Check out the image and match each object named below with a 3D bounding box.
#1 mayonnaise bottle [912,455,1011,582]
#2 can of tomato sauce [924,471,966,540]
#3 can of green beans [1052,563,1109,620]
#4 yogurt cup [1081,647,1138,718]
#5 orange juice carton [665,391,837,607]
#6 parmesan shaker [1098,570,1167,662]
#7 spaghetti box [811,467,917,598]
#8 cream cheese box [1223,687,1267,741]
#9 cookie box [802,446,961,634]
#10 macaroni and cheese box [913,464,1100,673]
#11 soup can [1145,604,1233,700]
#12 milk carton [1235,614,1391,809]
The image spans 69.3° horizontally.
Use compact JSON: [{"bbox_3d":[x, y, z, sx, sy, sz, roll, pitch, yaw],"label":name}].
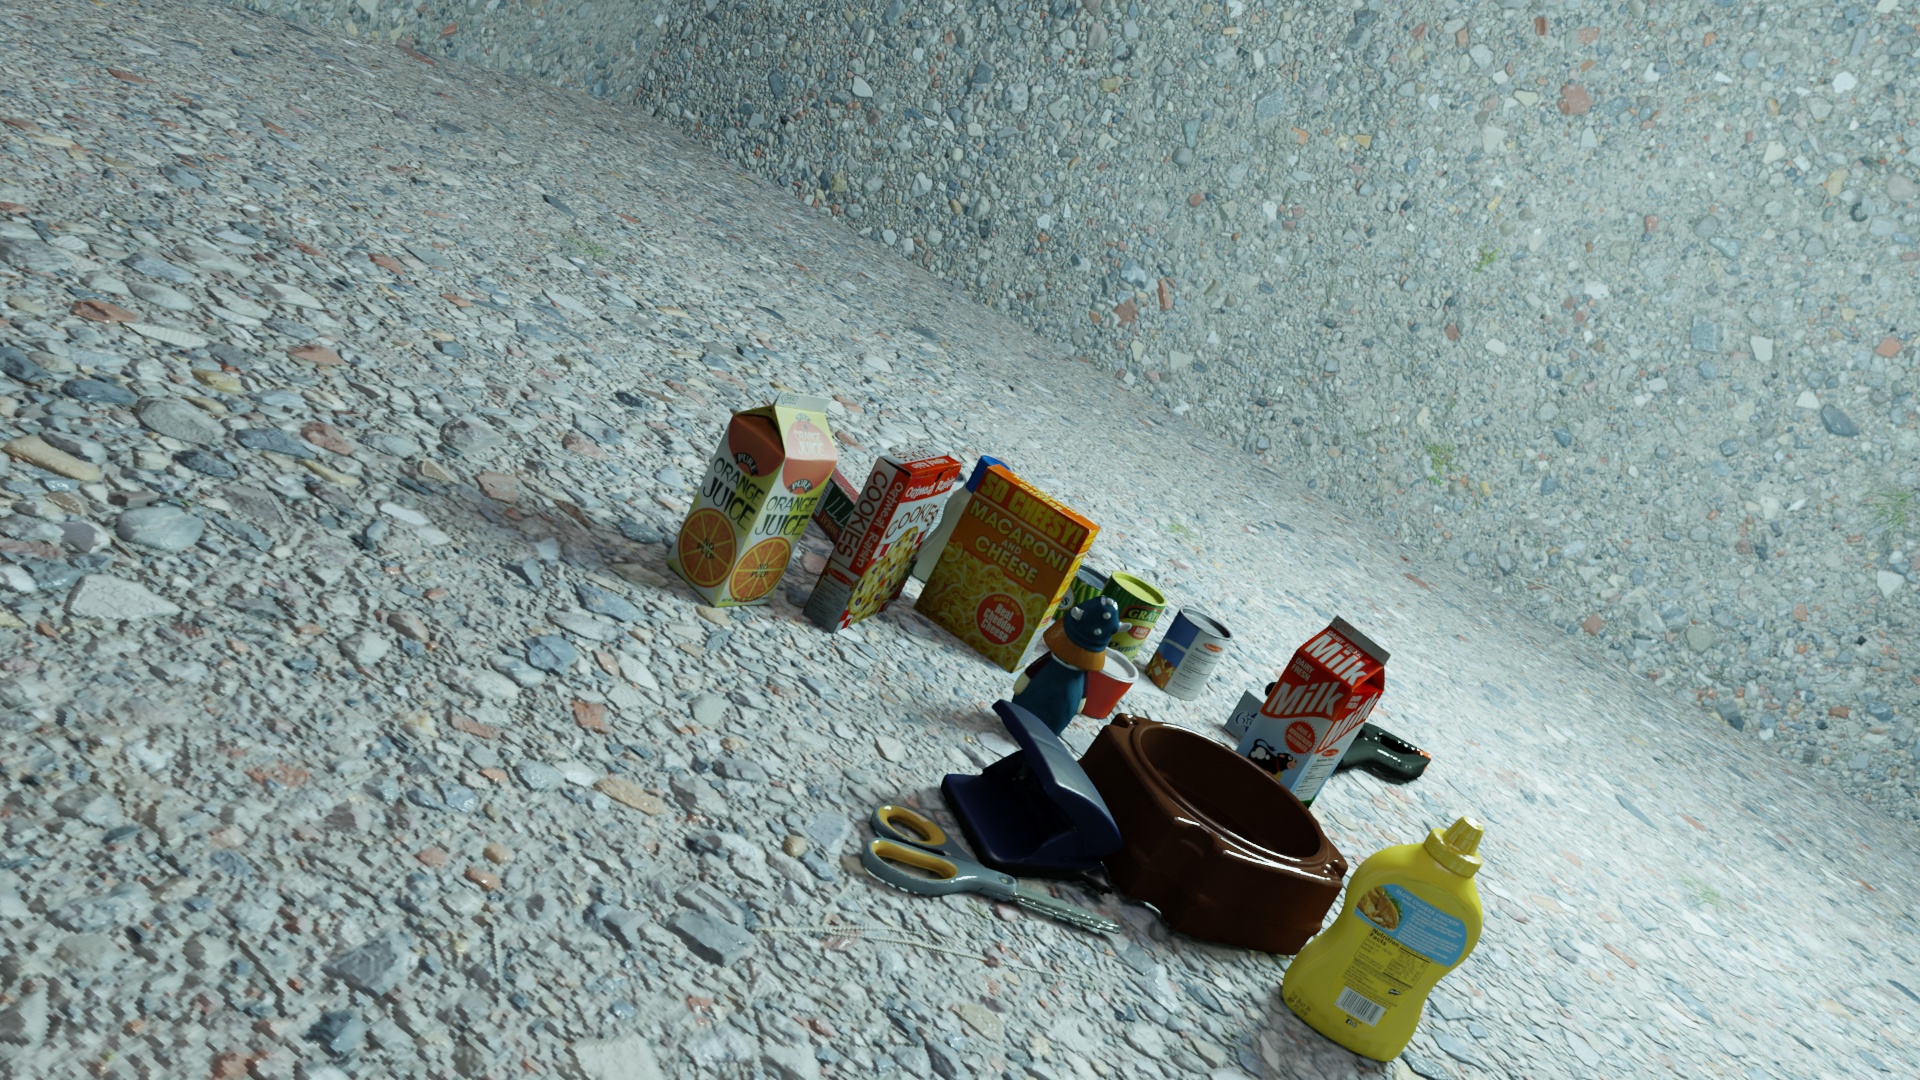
[{"bbox_3d":[0.005,-0.018,1.468,0.065,0.147,0.041,24,17,-11],"label":"mayonnaise bottle"},{"bbox_3d":[-0.042,-0.050,1.597,0.071,0.083,0.071,25,17,-8],"label":"can of tomato sauce"},{"bbox_3d":[0.137,0.065,1.578,0.071,0.057,0.071,25,17,-8],"label":"can of green beans"},{"bbox_3d":[0.134,0.139,1.369,0.072,0.053,0.072,25,17,-8],"label":"yogurt cup"},{"bbox_3d":[-0.172,-0.042,1.197,0.073,0.192,0.072,37,19,28],"label":"orange juice carton"},{"bbox_3d":[0.166,0.093,1.467,0.071,0.102,0.071,25,17,-8],"label":"parmesan shaker"},{"bbox_3d":[-0.121,-0.024,1.462,0.029,0.050,0.251,13,22,-39],"label":"spaghetti box"},{"bbox_3d":[0.335,0.207,1.474,0.104,0.053,0.024,39,20,32],"label":"cream cheese box"},{"bbox_3d":[-0.070,-0.003,1.281,0.040,0.167,0.123,32,17,14],"label":"cookie box"},{"bbox_3d":[0.045,0.027,1.367,0.124,0.166,0.040,33,17,16],"label":"macaroni and cheese box"},{"bbox_3d":[0.251,0.124,1.538,0.071,0.083,0.071,25,17,-8],"label":"soup can"},{"bbox_3d":[0.347,0.171,1.367,0.073,0.190,0.072,8,26,-49],"label":"milk carton"}]
